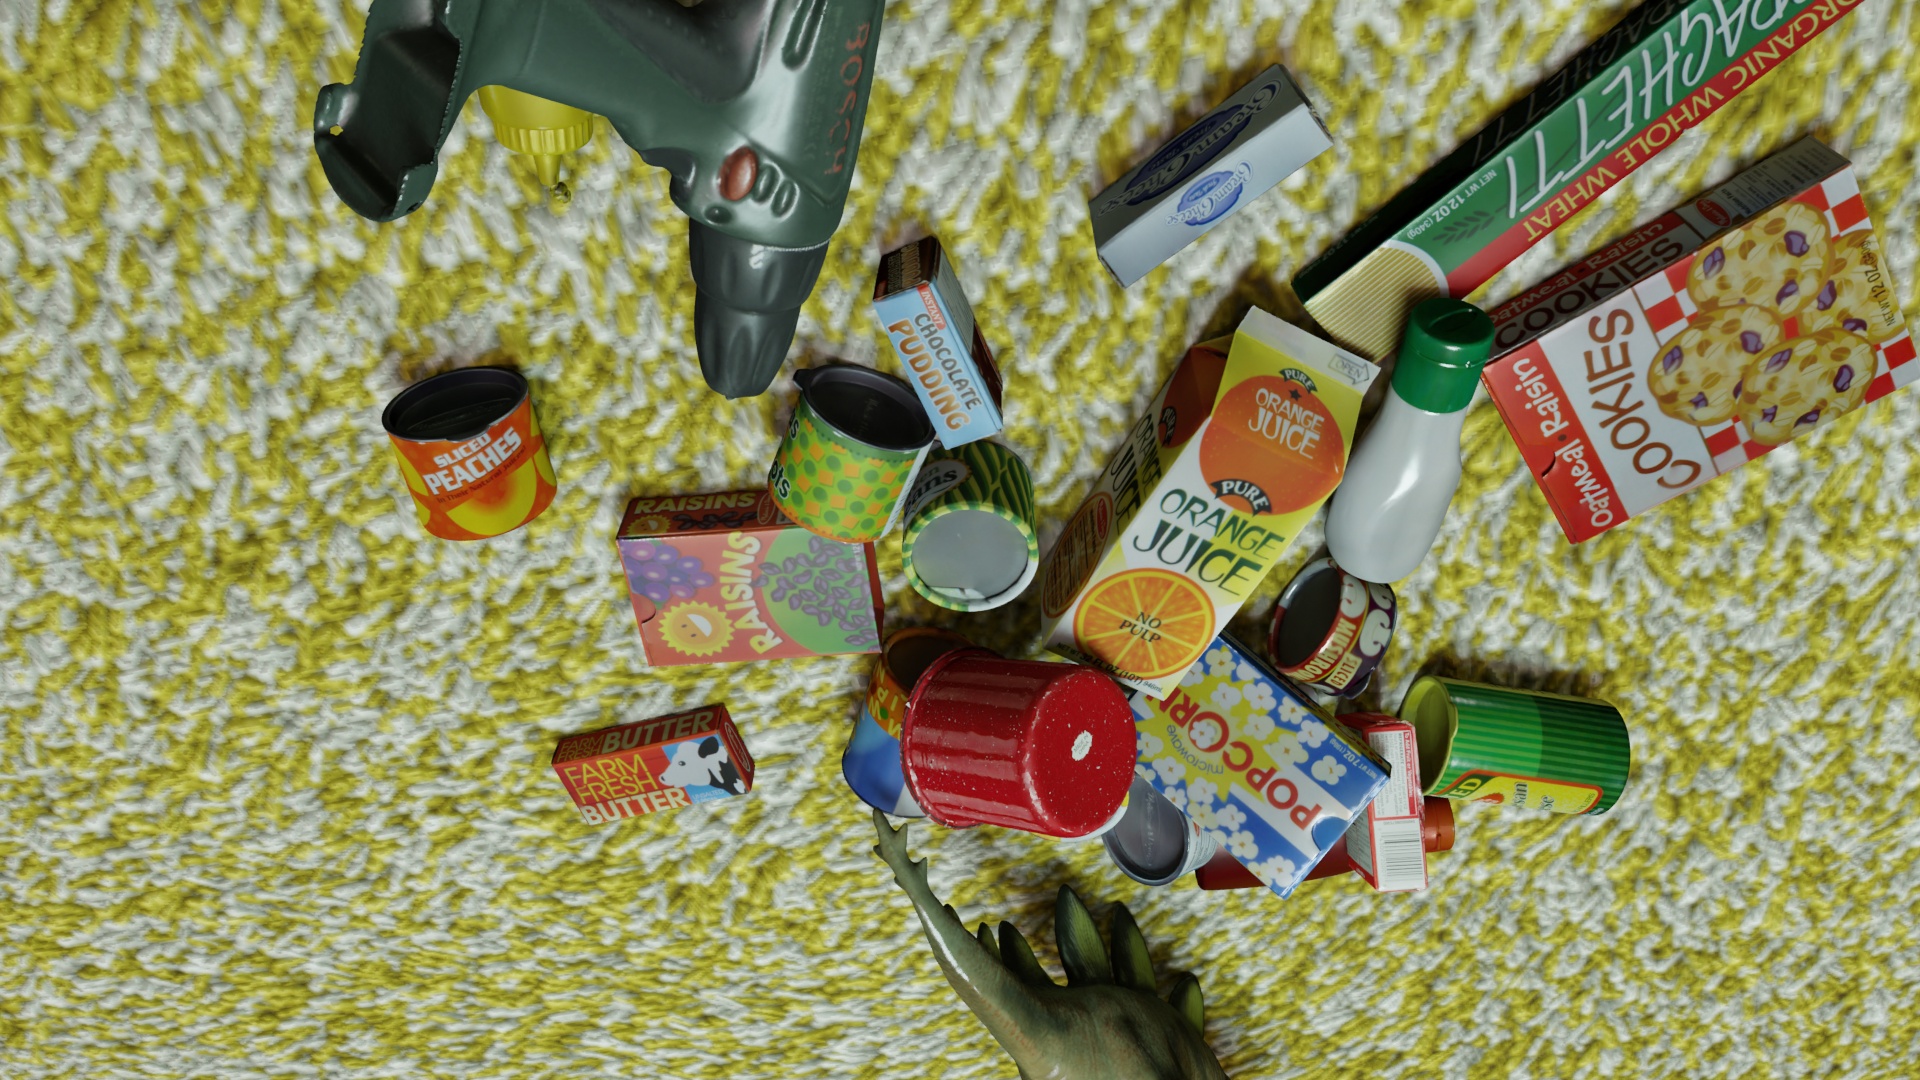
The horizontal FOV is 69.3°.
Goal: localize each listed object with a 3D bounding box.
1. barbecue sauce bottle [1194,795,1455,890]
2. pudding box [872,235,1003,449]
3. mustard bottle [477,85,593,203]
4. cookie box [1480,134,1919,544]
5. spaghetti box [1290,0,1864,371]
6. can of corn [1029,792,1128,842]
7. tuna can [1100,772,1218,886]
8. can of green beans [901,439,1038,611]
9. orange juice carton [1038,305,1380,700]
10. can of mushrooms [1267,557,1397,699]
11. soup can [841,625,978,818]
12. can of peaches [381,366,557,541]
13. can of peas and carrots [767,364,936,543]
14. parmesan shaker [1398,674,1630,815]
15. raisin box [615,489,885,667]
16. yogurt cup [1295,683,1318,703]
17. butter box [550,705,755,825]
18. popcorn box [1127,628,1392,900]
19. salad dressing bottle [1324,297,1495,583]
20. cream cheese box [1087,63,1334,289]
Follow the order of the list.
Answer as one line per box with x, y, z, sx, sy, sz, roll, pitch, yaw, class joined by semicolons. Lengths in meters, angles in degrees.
0.212;0.171;0.818;0.148;0.044;0.064;-5;120;3;barbecue sauce bottle
-0.008;-0.089;0.632;0.030;0.050;0.083;-19;123;14;pudding box
-0.169;-0.204;0.544;0.049;0.065;0.159;0;129;-6;mustard bottle
0.335;-0.086;0.642;0.167;0.040;0.122;-30;120;19;cookie box
0.257;-0.169;0.591;0.249;0.029;0.050;-38;118;23;spaghetti box
0.057;0.124;0.775;0.071;0.058;0.070;0;125;0;can of corn
0.112;0.161;0.796;0.033;0.071;0.070;-9;136;-43;tuna can
0.004;-0.007;0.684;0.071;0.058;0.071;0;125;0;can of green beans
0.115;-0.021;0.666;0.072;0.073;0.191;24;121;-14;orange juice carton
0.190;0.046;0.714;0.033;0.071;0.070;26;121;-15;can of mushrooms
-0.024;0.096;0.753;0.071;0.072;0.083;13;123;-9;soup can
-0.229;-0.040;0.652;0.071;0.071;0.057;-4;126;3;can of peaches
-0.054;-0.042;0.655;0.071;0.071;0.058;18;124;-12;can of peas and carrots
0.303;0.113;0.762;0.103;0.072;0.071;8;125;-6;parmesan shaker
-0.105;0.019;0.713;0.123;0.040;0.085;-4;126;3;raisin box
0.170;0.120;0.776;0.072;0.054;0.072;0;125;0;yogurt cup
-0.176;0.130;0.799;0.103;0.024;0.053;-13;125;8;butter box
0.147;0.110;0.723;0.127;0.038;0.085;40;103;16;popcorn box
0.210;-0.044;0.649;0.064;0.044;0.146;-23;141;-22;salad dressing bottle
0.102;-0.154;0.585;0.103;0.053;0.024;-33;121;20;cream cheese box
